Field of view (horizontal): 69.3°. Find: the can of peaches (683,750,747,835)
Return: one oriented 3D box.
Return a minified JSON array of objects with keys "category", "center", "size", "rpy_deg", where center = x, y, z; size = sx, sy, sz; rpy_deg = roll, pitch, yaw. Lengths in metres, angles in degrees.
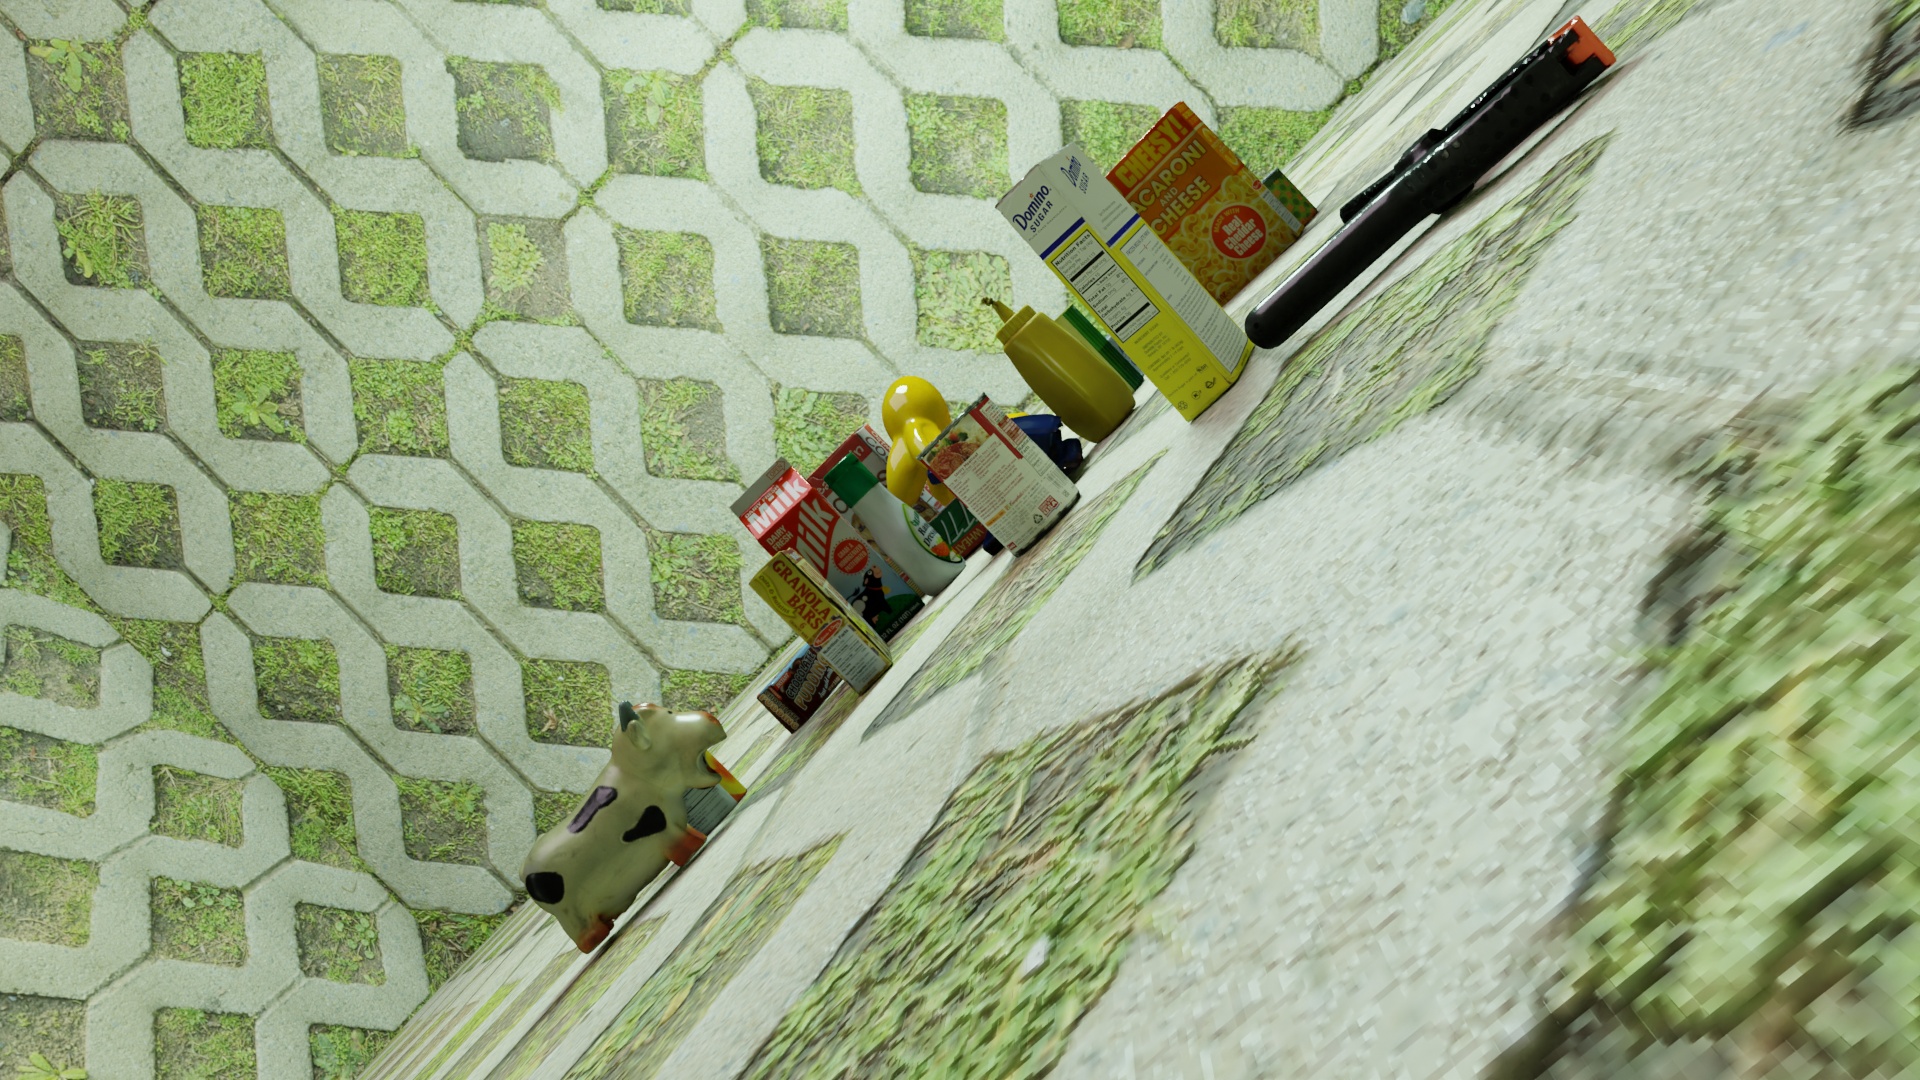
[{"category":"can of peaches","center":[-0.223,0.214,1.176],"size":[0.071,0.058,0.071],"rpy_deg":[-44,4,4]}]

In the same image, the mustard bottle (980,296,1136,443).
[{"category":"mustard bottle","center":[0.079,-0.156,1.196],"size":[0.049,0.160,0.065],"rpy_deg":[-46,4,-26]}]

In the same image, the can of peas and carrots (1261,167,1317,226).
[{"category":"can of peas and carrots","center":[0.301,-0.316,1.347],"size":[0.071,0.058,0.071],"rpy_deg":[-44,3,4]}]

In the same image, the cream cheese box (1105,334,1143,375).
[{"category":"cream cheese box","center":[0.167,-0.189,1.430],"size":[0.024,0.053,0.104],"rpy_deg":[-43,4,26]}]

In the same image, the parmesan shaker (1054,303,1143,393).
[{"category":"parmesan shaker","center":[0.119,-0.170,1.358],"size":[0.071,0.103,0.071],"rpy_deg":[-44,3,4]}]

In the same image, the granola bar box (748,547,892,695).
[{"category":"granola bar box","center":[-0.113,0.062,1.144],"size":[0.039,0.124,0.165],"rpy_deg":[-45,4,-3]}]

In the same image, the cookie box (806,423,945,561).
[{"category":"cookie box","center":[-0.087,-0.024,1.481],"size":[0.122,0.167,0.040],"rpy_deg":[-43,4,25]}]

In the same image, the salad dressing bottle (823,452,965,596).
[{"category":"salad dressing bottle","center":[-0.061,-0.015,1.259],"size":[0.044,0.147,0.064],"rpy_deg":[-43,4,21]}]

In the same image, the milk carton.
[{"category":"milk carton","center":[-0.124,0.014,1.290],"size":[0.072,0.190,0.073],"rpy_deg":[-45,3,-2]}]

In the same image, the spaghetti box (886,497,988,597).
[{"category":"spaghetti box","center":[0.005,-0.017,1.317],"size":[0.249,0.050,0.029],"rpy_deg":[-42,4,36]}]

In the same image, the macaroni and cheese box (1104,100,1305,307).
[{"category":"macaroni and cheese box","center":[0.220,-0.309,1.310],"size":[0.123,0.166,0.040],"rpy_deg":[-42,4,34]}]

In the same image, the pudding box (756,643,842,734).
[{"category":"pudding box","center":[-0.149,0.136,1.301],"size":[0.030,0.049,0.084],"rpy_deg":[-42,4,34]}]
